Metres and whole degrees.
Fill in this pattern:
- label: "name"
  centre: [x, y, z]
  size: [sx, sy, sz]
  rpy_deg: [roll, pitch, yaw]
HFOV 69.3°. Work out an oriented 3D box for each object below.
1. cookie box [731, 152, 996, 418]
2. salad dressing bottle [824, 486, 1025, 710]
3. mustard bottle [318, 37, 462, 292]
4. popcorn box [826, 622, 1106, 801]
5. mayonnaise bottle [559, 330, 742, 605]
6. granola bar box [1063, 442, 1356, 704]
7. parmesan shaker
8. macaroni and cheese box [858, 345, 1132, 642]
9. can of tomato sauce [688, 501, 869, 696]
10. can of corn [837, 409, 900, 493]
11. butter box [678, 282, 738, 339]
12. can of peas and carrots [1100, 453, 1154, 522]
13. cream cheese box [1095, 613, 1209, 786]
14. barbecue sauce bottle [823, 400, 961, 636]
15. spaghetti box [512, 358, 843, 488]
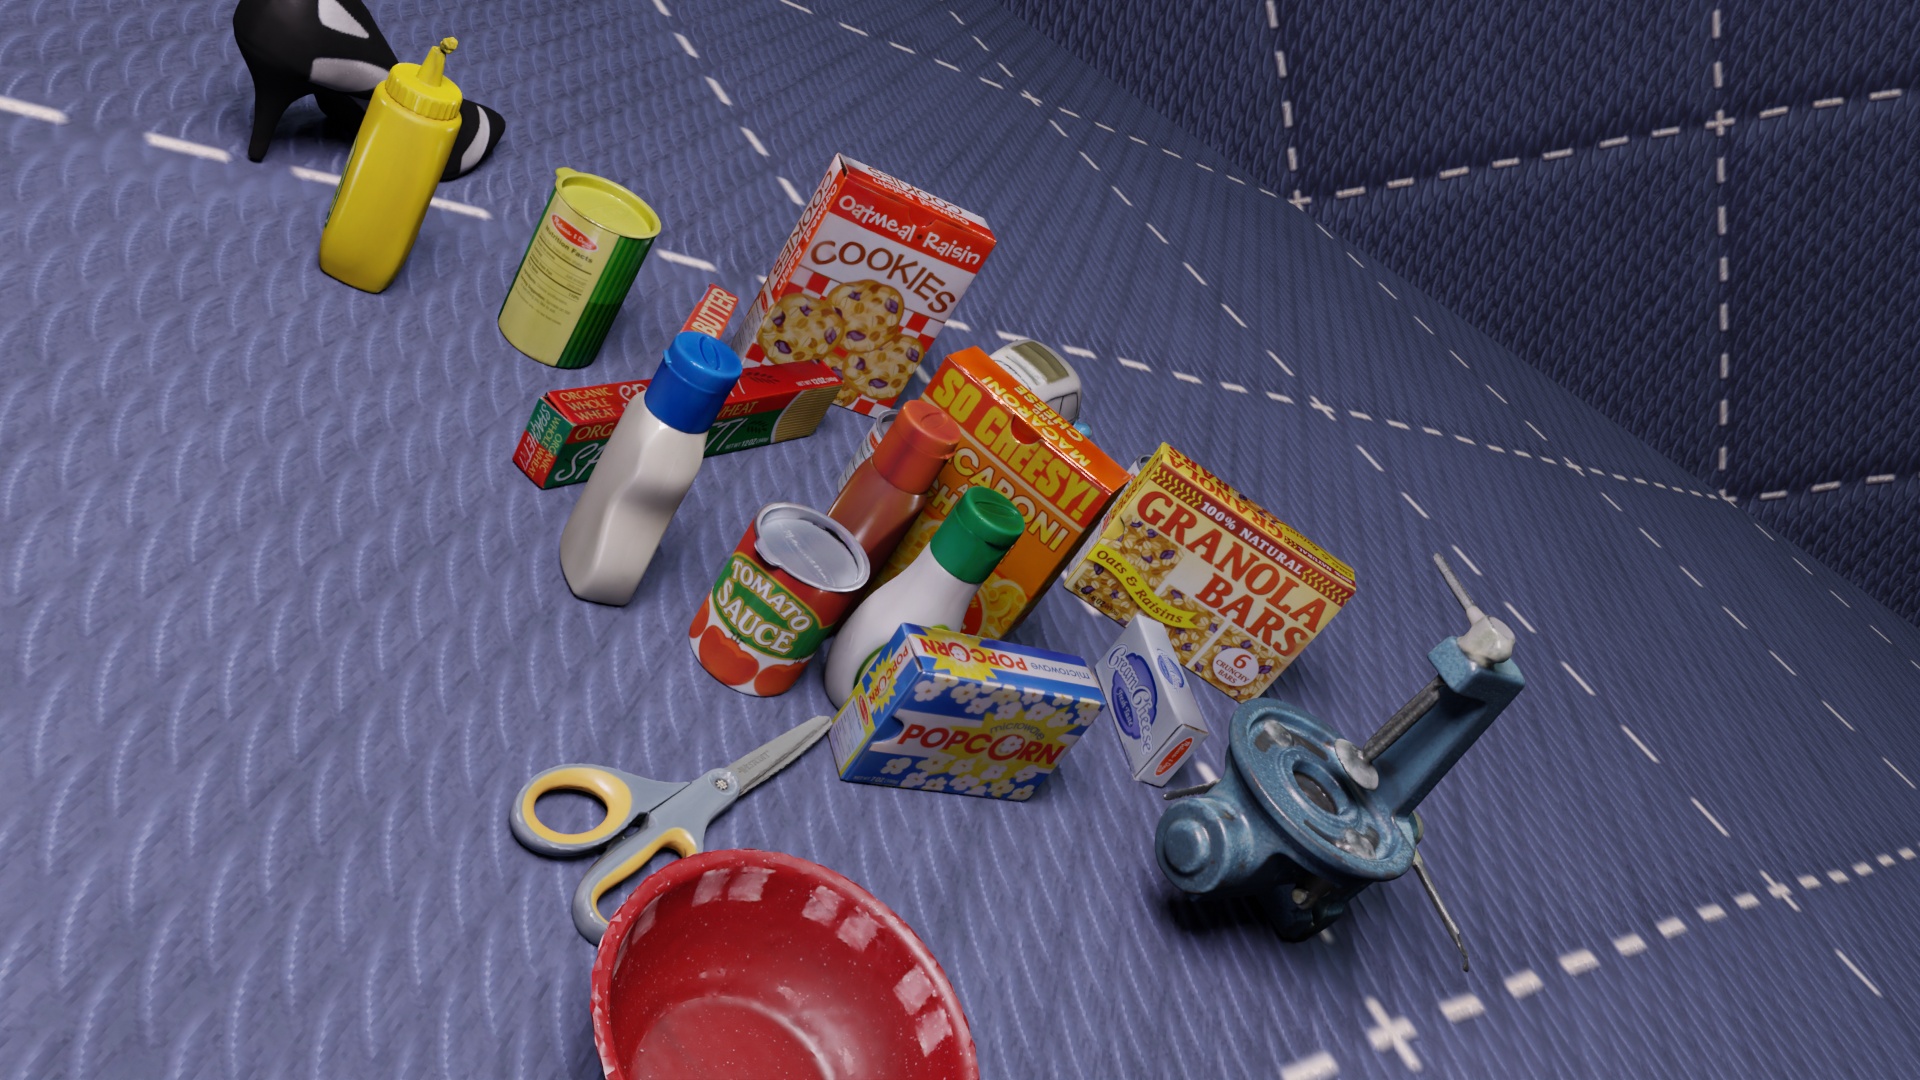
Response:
- label: "cookie box"
  centre: [-0.070, -0.174, 0.985]
  size: [0.123, 0.166, 0.040]
  rpy_deg: [17, 33, -30]
- label: "salad dressing bottle"
  centre: [-0.020, 0.036, 0.743]
  size: [0.064, 0.147, 0.044]
  rpy_deg: [12, 36, -37]
- label: "mustard bottle"
  centre: [-0.320, -0.220, 0.794]
  size: [0.049, 0.159, 0.065]
  rpy_deg: [22, 31, -24]
- label: "popcorn box"
  centre: [0.004, 0.094, 0.745]
  size: [0.127, 0.085, 0.038]
  rpy_deg: [14, 35, -34]
- label: "mayonnaise bottle"
  centre: [-0.158, -0.038, 0.705]
  size: [0.041, 0.147, 0.065]
  rpy_deg: [16, 34, -33]
- label: "granola bar box"
  centre: [0.176, 0.027, 0.989]
  size: [0.165, 0.123, 0.039]
  rpy_deg: [33, 28, -4]
- label: "parmesan shaker"
  centre: [-0.239, -0.168, 0.861]
  size: [0.071, 0.102, 0.072]
  rpy_deg: [26, 29, -16]
- label: "macaroni and cheese box"
  centre: [0.003, -0.010, 0.816]
  size: [0.124, 0.165, 0.040]
  rpy_deg: [41, 29, 10]
- label: "can of tomato sauce"
  centre: [-0.098, 0.032, 0.732]
  size: [0.071, 0.082, 0.071]
  rpy_deg: [26, 30, -16]
- label: "can of corn"
  centre: [-0.039, -0.044, 0.935]
  size: [0.071, 0.058, 0.071]
  rpy_deg: [26, 30, -16]
- label: "butter box"
  centre: [-0.177, -0.126, 0.917]
  size: [0.024, 0.053, 0.104]
  rpy_deg: [29, 29, -13]
- label: "can of peas and carrots"
  centre: [0.155, -0.027, 1.115]
  size: [0.071, 0.058, 0.071]
  rpy_deg: [26, 30, -16]
- label: "cream cheese box"
  centre: [0.121, 0.101, 0.892]
  size: [0.024, 0.053, 0.104]
  rpy_deg: [20, 32, -26]
- label: "barbecue sauce bottle"
  centre: [-0.051, -0.011, 0.778]
  size: [0.044, 0.148, 0.065]
  rpy_deg: [40, 29, 9]
- label: "spaghetti box"
  centre: [-0.165, -0.076, 0.858]
  size: [0.029, 0.050, 0.251]
  rpy_deg: [44, 30, 16]
